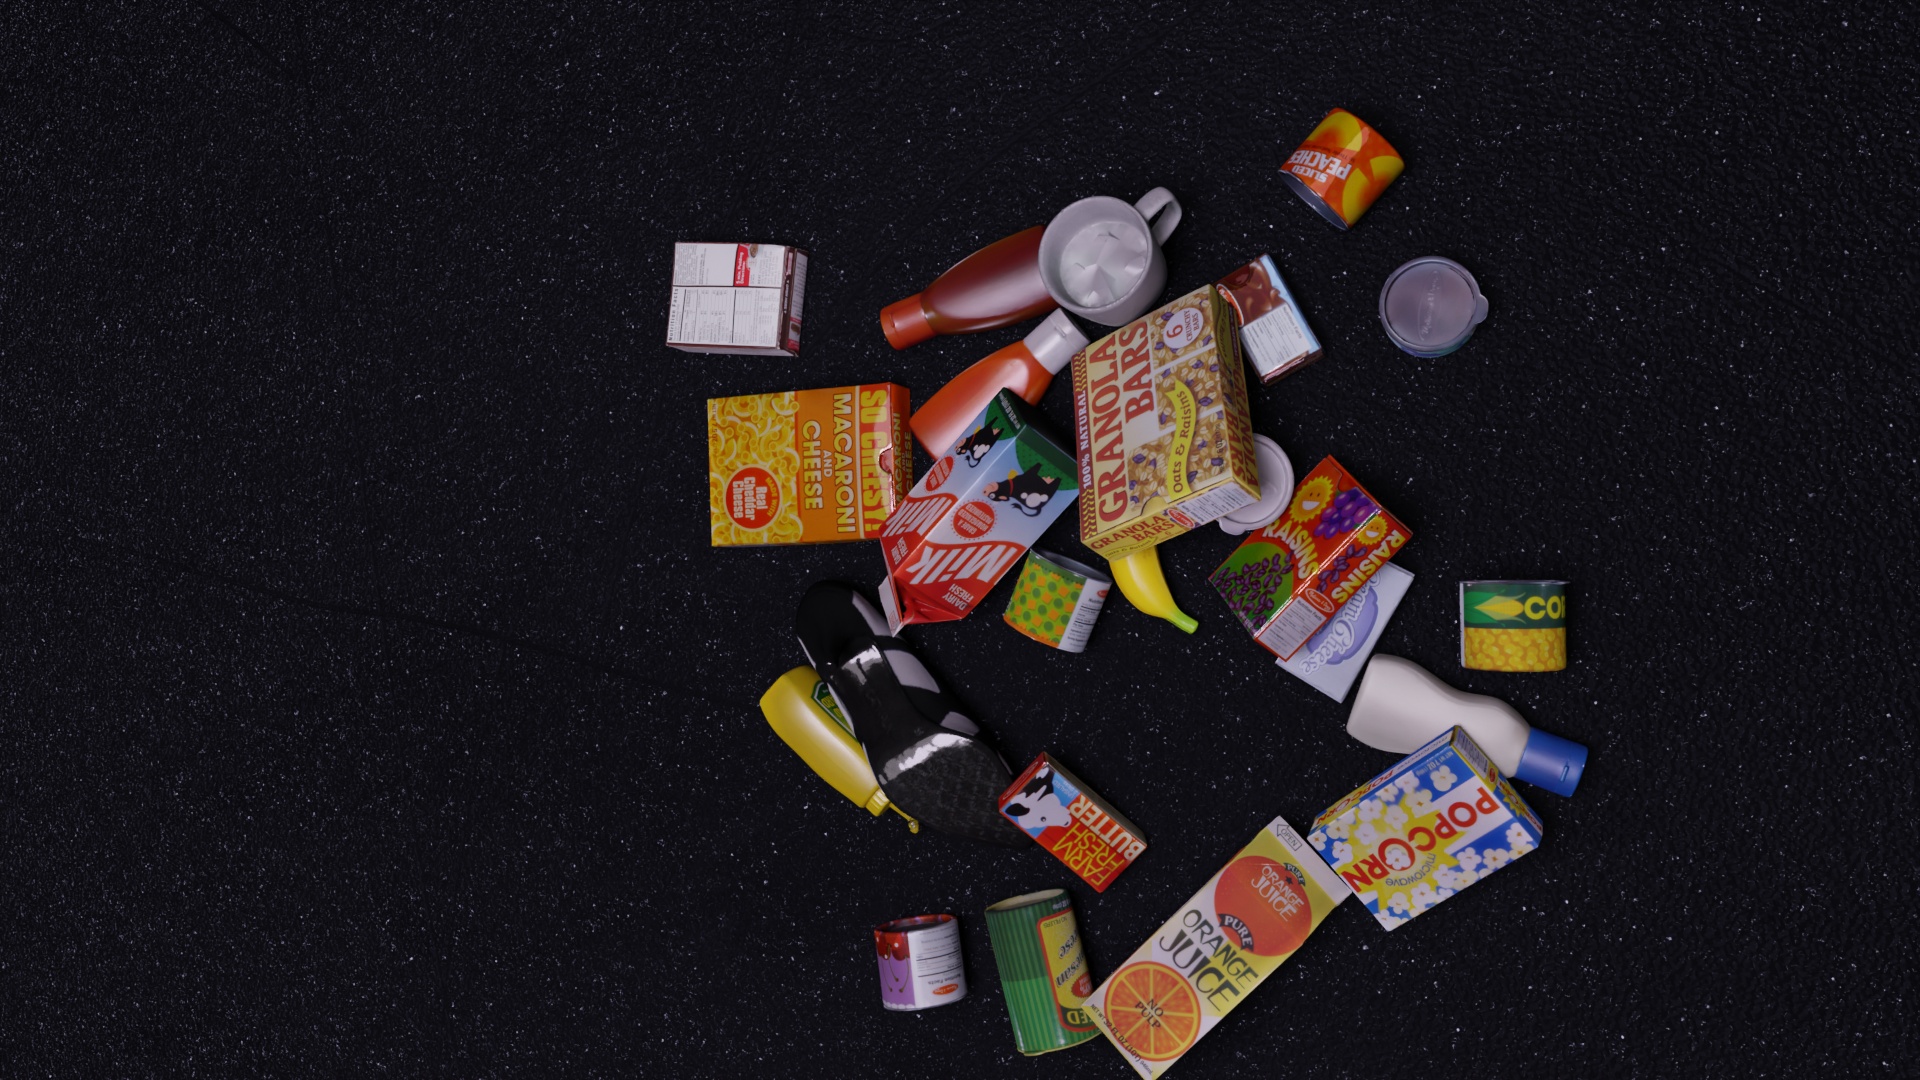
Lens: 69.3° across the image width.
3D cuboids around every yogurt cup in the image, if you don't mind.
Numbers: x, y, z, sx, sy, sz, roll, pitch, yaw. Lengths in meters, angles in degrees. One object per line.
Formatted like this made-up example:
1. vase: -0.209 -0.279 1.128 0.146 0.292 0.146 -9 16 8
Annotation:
1. yogurt cup: 0.196 -0.041 0.986 0.072 0.054 0.072 0 90 -4

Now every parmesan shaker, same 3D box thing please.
1. parmesan shaker: 0.060 0.316 1.024 0.071 0.071 0.103 -17 82 20

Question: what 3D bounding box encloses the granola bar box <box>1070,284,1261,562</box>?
1. granola bar box: 0.139 -0.083 0.971 0.124 0.039 0.166 -25 51 34

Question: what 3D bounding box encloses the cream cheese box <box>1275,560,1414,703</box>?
1. cream cheese box: 0.271 0.057 0.978 0.053 0.024 0.103 30 99 19

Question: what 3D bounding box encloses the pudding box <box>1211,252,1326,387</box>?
1. pudding box: 0.222 -0.158 1.002 0.049 0.030 0.084 -31 78 19

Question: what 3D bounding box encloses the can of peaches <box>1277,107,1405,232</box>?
1. can of peaches: 0.265 -0.259 0.967 0.071 0.071 0.058 45 103 16

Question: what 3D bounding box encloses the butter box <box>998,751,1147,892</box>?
1. butter box: 0.083 0.208 1.024 0.103 0.024 0.053 40 103 -8

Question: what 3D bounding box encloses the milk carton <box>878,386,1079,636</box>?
1. milk carton: 0.004 -0.013 1.042 0.190 0.073 0.072 -47 29 15

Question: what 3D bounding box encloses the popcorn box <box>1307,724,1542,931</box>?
1. popcorn box: 0.309 0.193 0.928 0.085 0.038 0.126 49 121 4

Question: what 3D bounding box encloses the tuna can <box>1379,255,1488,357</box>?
1. tuna can: 0.327 -0.160 0.960 0.071 0.033 0.071 -1 88 21

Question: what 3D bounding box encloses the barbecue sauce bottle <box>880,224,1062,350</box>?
1. barbecue sauce bottle: 0.010 -0.189 1.077 0.148 0.043 0.065 -18 78 20

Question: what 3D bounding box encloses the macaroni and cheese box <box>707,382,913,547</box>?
1. macaroni and cheese box: -0.122 -0.059 1.125 0.166 0.040 0.123 -3 88 21

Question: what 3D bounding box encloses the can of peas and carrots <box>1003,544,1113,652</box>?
1. can of peas and carrots: 0.070 0.043 1.034 0.071 0.071 0.058 24 98 20

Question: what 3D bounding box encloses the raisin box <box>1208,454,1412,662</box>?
1. raisin box: 0.239 0.011 0.960 0.040 0.086 0.123 36 105 -26

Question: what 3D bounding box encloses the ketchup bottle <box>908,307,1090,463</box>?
1. ketchup bottle: 0.033 -0.116 1.065 0.148 0.043 0.065 -41 82 15

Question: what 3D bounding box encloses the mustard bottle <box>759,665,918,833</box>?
1. mustard bottle: -0.086 0.168 1.093 0.160 0.065 0.048 44 109 11

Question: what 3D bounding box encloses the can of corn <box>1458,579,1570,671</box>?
1. can of corn: 0.367 0.055 0.918 0.071 0.071 0.058 -1 89 21

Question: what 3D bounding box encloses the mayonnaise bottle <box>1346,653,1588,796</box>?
1. mayonnaise bottle: 0.342 0.129 0.940 0.148 0.041 0.064 20 103 19

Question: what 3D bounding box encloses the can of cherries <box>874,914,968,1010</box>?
1. can of cherries: -0.032 0.322 1.064 0.071 0.071 0.058 -11 85 20

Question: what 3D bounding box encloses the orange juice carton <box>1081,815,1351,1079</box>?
1. orange juice carton: 0.182 0.284 0.978 0.072 0.073 0.192 46 103 16
